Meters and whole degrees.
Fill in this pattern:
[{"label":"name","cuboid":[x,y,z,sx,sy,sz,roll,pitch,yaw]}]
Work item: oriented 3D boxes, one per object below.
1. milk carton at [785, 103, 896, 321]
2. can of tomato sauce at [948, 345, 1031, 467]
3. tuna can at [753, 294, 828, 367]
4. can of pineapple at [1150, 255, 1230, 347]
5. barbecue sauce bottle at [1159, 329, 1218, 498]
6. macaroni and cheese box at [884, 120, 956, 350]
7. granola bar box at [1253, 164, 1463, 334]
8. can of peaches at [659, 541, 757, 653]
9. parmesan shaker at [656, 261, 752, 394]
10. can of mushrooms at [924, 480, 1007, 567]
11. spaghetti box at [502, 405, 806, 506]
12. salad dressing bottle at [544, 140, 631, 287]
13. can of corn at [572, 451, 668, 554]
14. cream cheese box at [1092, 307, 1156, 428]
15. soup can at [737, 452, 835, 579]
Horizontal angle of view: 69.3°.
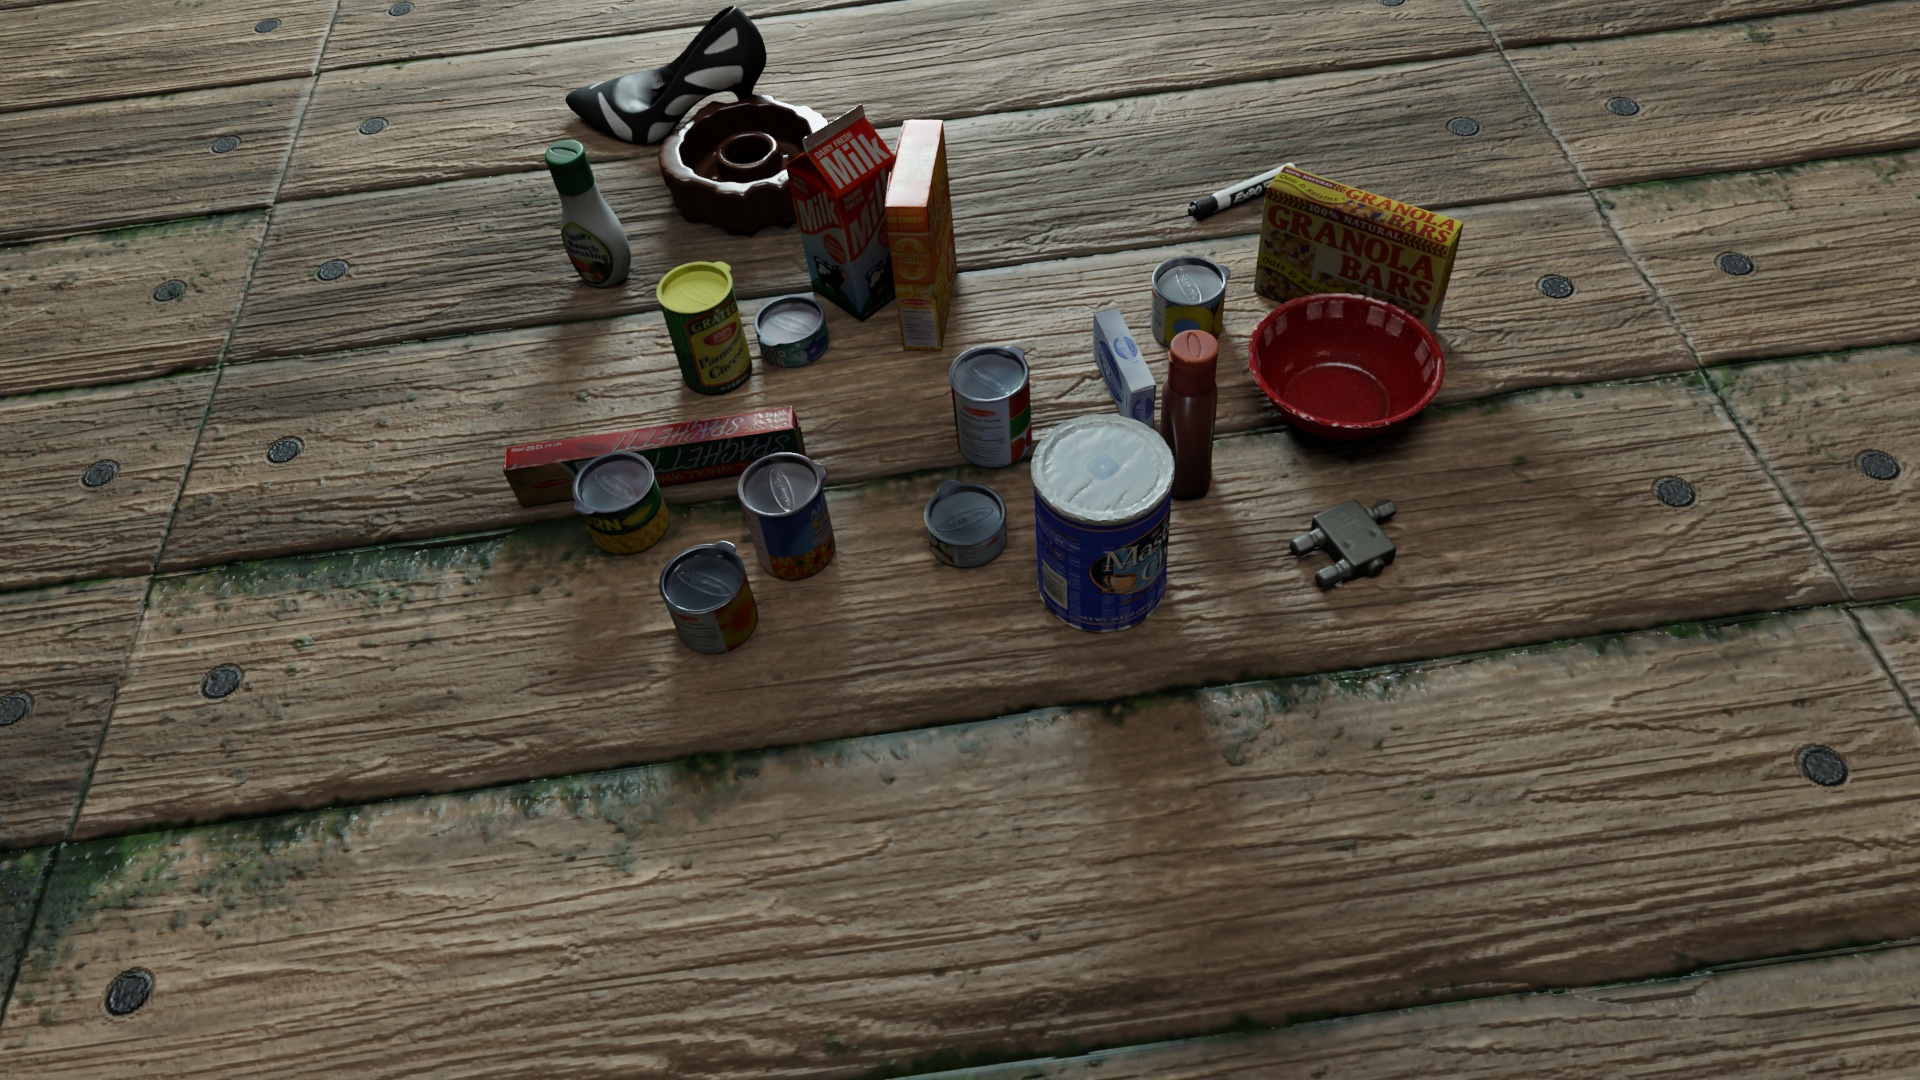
[{"label":"milk carton","cuboid":[-0.102,-0.302,1.266,0.073,0.189,0.072,36,63,29]},{"label":"can of tomato sauce","cuboid":[0.027,-0.114,1.172,0.071,0.082,0.071,-3,51,3]},{"label":"tuna can","cuboid":[-0.157,-0.192,1.284,0.071,0.032,0.071,-2,51,3]},{"label":"can of pineapple","cuboid":[0.207,-0.214,1.252,0.071,0.057,0.071,-3,51,3]},{"label":"barbecue sauce bottle","cuboid":[0.182,-0.102,1.107,0.044,0.147,0.065,-6,51,1]},{"label":"macaroni and cheese box","cuboid":[-0.035,-0.273,1.252,0.040,0.165,0.124,2,52,7]},{"label":"granola bar box","cuboid":[0.347,-0.248,1.225,0.166,0.123,0.039,26,58,24]},{"label":"can of peaches","cuboid":[-0.193,0.044,1.081,0.071,0.057,0.071,-3,51,3]},{"label":"parmesan shaker","cuboid":[-0.225,-0.190,1.243,0.071,0.102,0.072,-3,51,3]},{"label":"can of mushrooms","cuboid":[0.004,-0.014,1.126,0.071,0.033,0.071,-2,51,3]},{"label":"spaghetti box","cuboid":[-0.257,-0.072,1.185,0.250,0.050,0.029,-9,51,-2]},{"label":"salad dressing bottle","cuboid":[-0.357,-0.310,1.323,0.064,0.147,0.044,15,55,17]},{"label":"can of corn","cuboid":[-0.281,-0.029,1.148,0.071,0.058,0.071,-3,51,3]},{"label":"cream cheese box","cuboid":[0.142,-0.148,1.208,0.024,0.053,0.104,-14,52,-6]},{"label":"soup can","cuboid":[-0.135,-0.019,1.110,0.071,0.083,0.072,-3,51,3]}]
